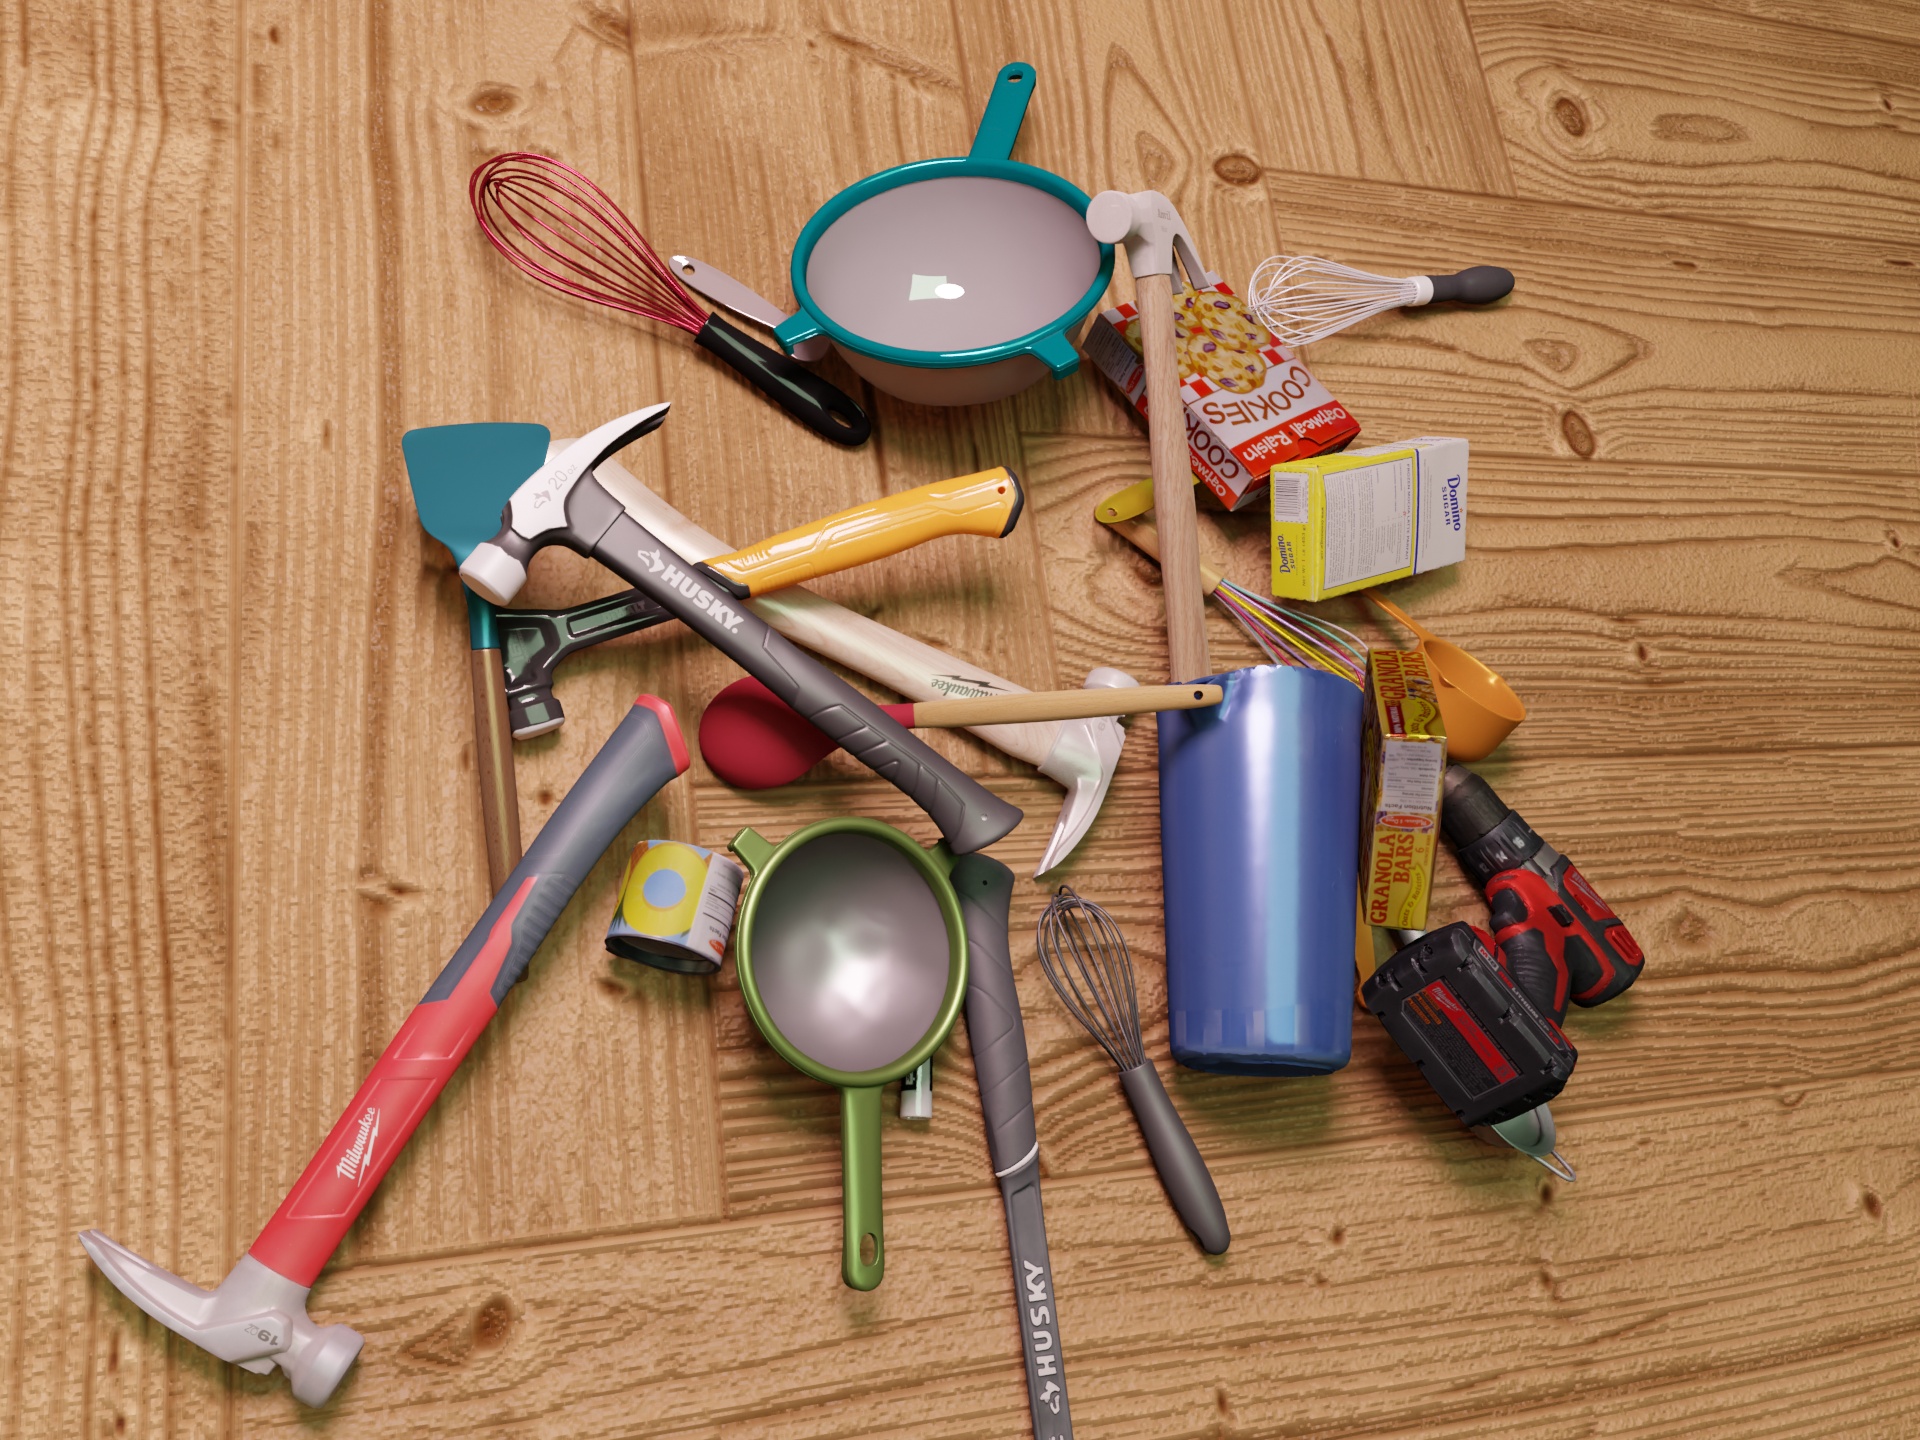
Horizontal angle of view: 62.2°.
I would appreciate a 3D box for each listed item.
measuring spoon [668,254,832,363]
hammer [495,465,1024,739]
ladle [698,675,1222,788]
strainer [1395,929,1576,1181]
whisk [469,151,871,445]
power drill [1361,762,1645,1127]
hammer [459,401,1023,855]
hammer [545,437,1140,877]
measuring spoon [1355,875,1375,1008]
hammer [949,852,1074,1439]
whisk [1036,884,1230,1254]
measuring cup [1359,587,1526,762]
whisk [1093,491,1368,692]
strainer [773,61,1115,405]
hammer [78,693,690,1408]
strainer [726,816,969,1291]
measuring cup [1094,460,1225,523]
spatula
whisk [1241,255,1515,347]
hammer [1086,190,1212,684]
[{"bbox_3d":[-0.143,-0.277,1.072,0.124,0.018,0.034,31,71,0],"label":"measuring spoon"},{"bbox_3d":[-0.123,-0.099,0.953,0.337,0.034,0.127,-18,87,-12],"label":"hammer"},{"bbox_3d":[-0.002,-0.003,0.948,0.315,0.031,0.069,-4,85,0],"label":"ladle"},{"bbox_3d":[0.322,0.188,1.053,0.086,0.050,0.259,-3,63,-49],"label":"strainer"},{"bbox_3d":[-0.183,-0.265,1.029,0.295,0.073,0.073,32,63,-14],"label":"whisk"},{"bbox_3d":[0.344,0.135,1.030,0.188,0.080,0.226,52,40,7],"label":"power drill"},{"bbox_3d":[-0.101,-0.037,0.898,0.334,0.035,0.146,38,70,-9],"label":"hammer"},{"bbox_3d":[-0.087,-0.051,0.995,0.410,0.038,0.146,28,65,-8],"label":"hammer"},{"bbox_3d":[0.265,0.137,1.068,0.021,0.011,0.117,2,67,-19],"label":"measuring spoon"},{"bbox_3d":[0.030,0.275,0.919,0.149,0.036,0.409,-2,71,-19],"label":"hammer"},{"bbox_3d":[0.108,0.211,0.963,0.055,0.055,0.239,-22,84,-25],"label":"whisk"},{"bbox_3d":[0.317,-0.039,1.129,0.095,0.052,0.174,-4,44,-50],"label":"measuring cup"},{"bbox_3d":[0.195,-0.081,1.110,0.245,0.051,0.047,36,42,0],"label":"whisk"},{"bbox_3d":[0.011,-0.326,1.099,0.211,0.095,0.341,7,53,10],"label":"strainer"},{"bbox_3d":[-0.274,0.141,0.828,0.143,0.038,0.386,33,71,-5],"label":"hammer"},{"bbox_3d":[-0.071,0.185,0.899,0.151,0.069,0.256,5,77,-35],"label":"strainer"},{"bbox_3d":[0.148,-0.160,1.114,0.156,0.029,0.062,-27,70,-30],"label":"measuring cup"},{"bbox_3d":[-0.260,-0.013,0.890,0.082,0.044,0.317,-5,89,-11],"label":"spatula"},{"bbox_3d":[0.332,-0.332,1.238,0.284,0.070,0.070,-13,76,-29],"label":"whisk"},{"bbox_3d":[0.138,-0.174,1.044,0.130,0.031,0.331,-26,112,-59],"label":"hammer"}]
